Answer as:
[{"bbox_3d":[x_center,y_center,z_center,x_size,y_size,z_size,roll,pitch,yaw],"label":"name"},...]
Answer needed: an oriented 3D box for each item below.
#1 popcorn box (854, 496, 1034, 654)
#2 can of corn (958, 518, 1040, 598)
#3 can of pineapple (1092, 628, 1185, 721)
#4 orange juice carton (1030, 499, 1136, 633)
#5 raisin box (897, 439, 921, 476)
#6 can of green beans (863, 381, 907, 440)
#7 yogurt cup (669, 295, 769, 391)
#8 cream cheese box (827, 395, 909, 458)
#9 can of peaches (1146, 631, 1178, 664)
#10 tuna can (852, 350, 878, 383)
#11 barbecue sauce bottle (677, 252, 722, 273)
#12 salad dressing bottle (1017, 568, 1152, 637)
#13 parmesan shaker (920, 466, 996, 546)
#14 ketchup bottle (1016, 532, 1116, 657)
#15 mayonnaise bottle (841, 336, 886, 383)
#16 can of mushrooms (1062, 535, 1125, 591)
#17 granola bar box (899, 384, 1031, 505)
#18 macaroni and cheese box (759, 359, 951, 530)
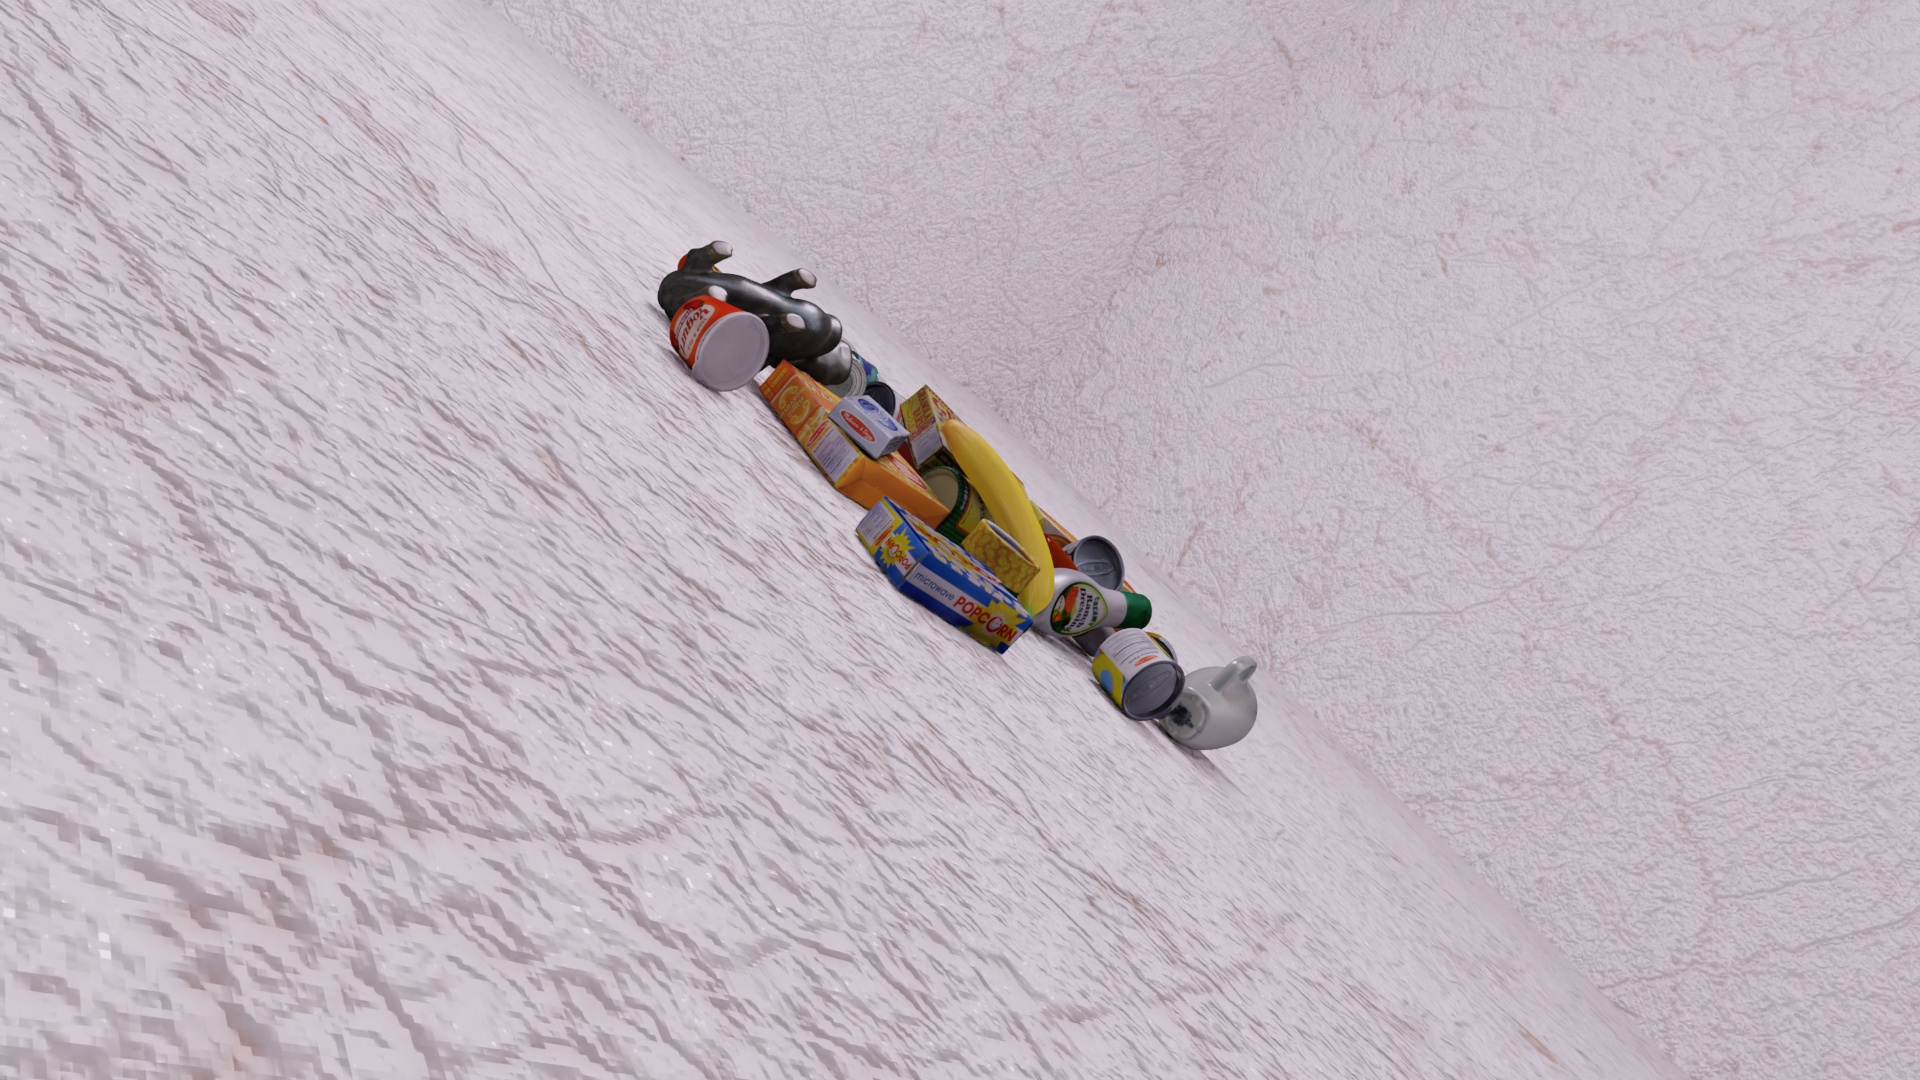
[{"bbox_3d":[-0.012,0.027,1.044,0.126,0.038,0.085,35,9,-40],"label":"popcorn box"},{"bbox_3d":[0.026,0.025,1.165,0.071,0.058,0.071,40,7,-6],"label":"can of corn"},{"bbox_3d":[0.162,0.123,1.270,0.071,0.071,0.058,36,9,-38],"label":"can of pineapple"},{"bbox_3d":[0.127,0.049,1.479,0.192,0.073,0.072,39,7,-18],"label":"orange juice carton"},{"bbox_3d":[-0.028,-0.061,1.460,0.086,0.040,0.123,43,7,18],"label":"raisin box"},{"bbox_3d":[-0.081,-0.127,1.470,0.071,0.071,0.057,47,8,35],"label":"can of green beans"},{"bbox_3d":[-0.194,-0.159,1.102,0.054,0.072,0.072,37,3,35],"label":"yogurt cup"},{"bbox_3d":[-0.076,-0.097,1.175,0.053,0.024,0.104,42,9,0],"label":"cream cheese box"},{"bbox_3d":[0.174,0.122,1.342,0.071,0.071,0.058,43,7,10],"label":"can of peaches"},{"bbox_3d":[-0.123,-0.170,1.509,0.033,0.071,0.071,34,10,-40],"label":"tuna can"},{"bbox_3d":[-0.255,-0.254,1.407,0.065,0.043,0.149,35,9,-35],"label":"barbecue sauce bottle"},{"bbox_3d":[0.120,0.061,1.308,0.148,0.064,0.044,8,13,-42],"label":"salad dressing bottle"},{"bbox_3d":[0.005,-0.016,1.280,0.103,0.071,0.071,33,11,-46],"label":"parmesan shaker"},{"bbox_3d":[0.100,0.058,1.351,0.148,0.065,0.043,47,-8,-33],"label":"ketchup bottle"},{"bbox_3d":[-0.116,-0.174,1.590,0.148,0.064,0.041,39,10,-43],"label":"mayonnaise bottle"},{"bbox_3d":[0.131,0.033,1.405,0.071,0.071,0.033,39,-32,-19],"label":"can of mushrooms"},{"bbox_3d":[0.011,-0.064,1.386,0.165,0.039,0.125,43,18,-32],"label":"granola bar box"},{"bbox_3d":[-0.095,-0.079,1.225,0.123,0.040,0.167,33,12,-47],"label":"macaroni and cheese box"}]
